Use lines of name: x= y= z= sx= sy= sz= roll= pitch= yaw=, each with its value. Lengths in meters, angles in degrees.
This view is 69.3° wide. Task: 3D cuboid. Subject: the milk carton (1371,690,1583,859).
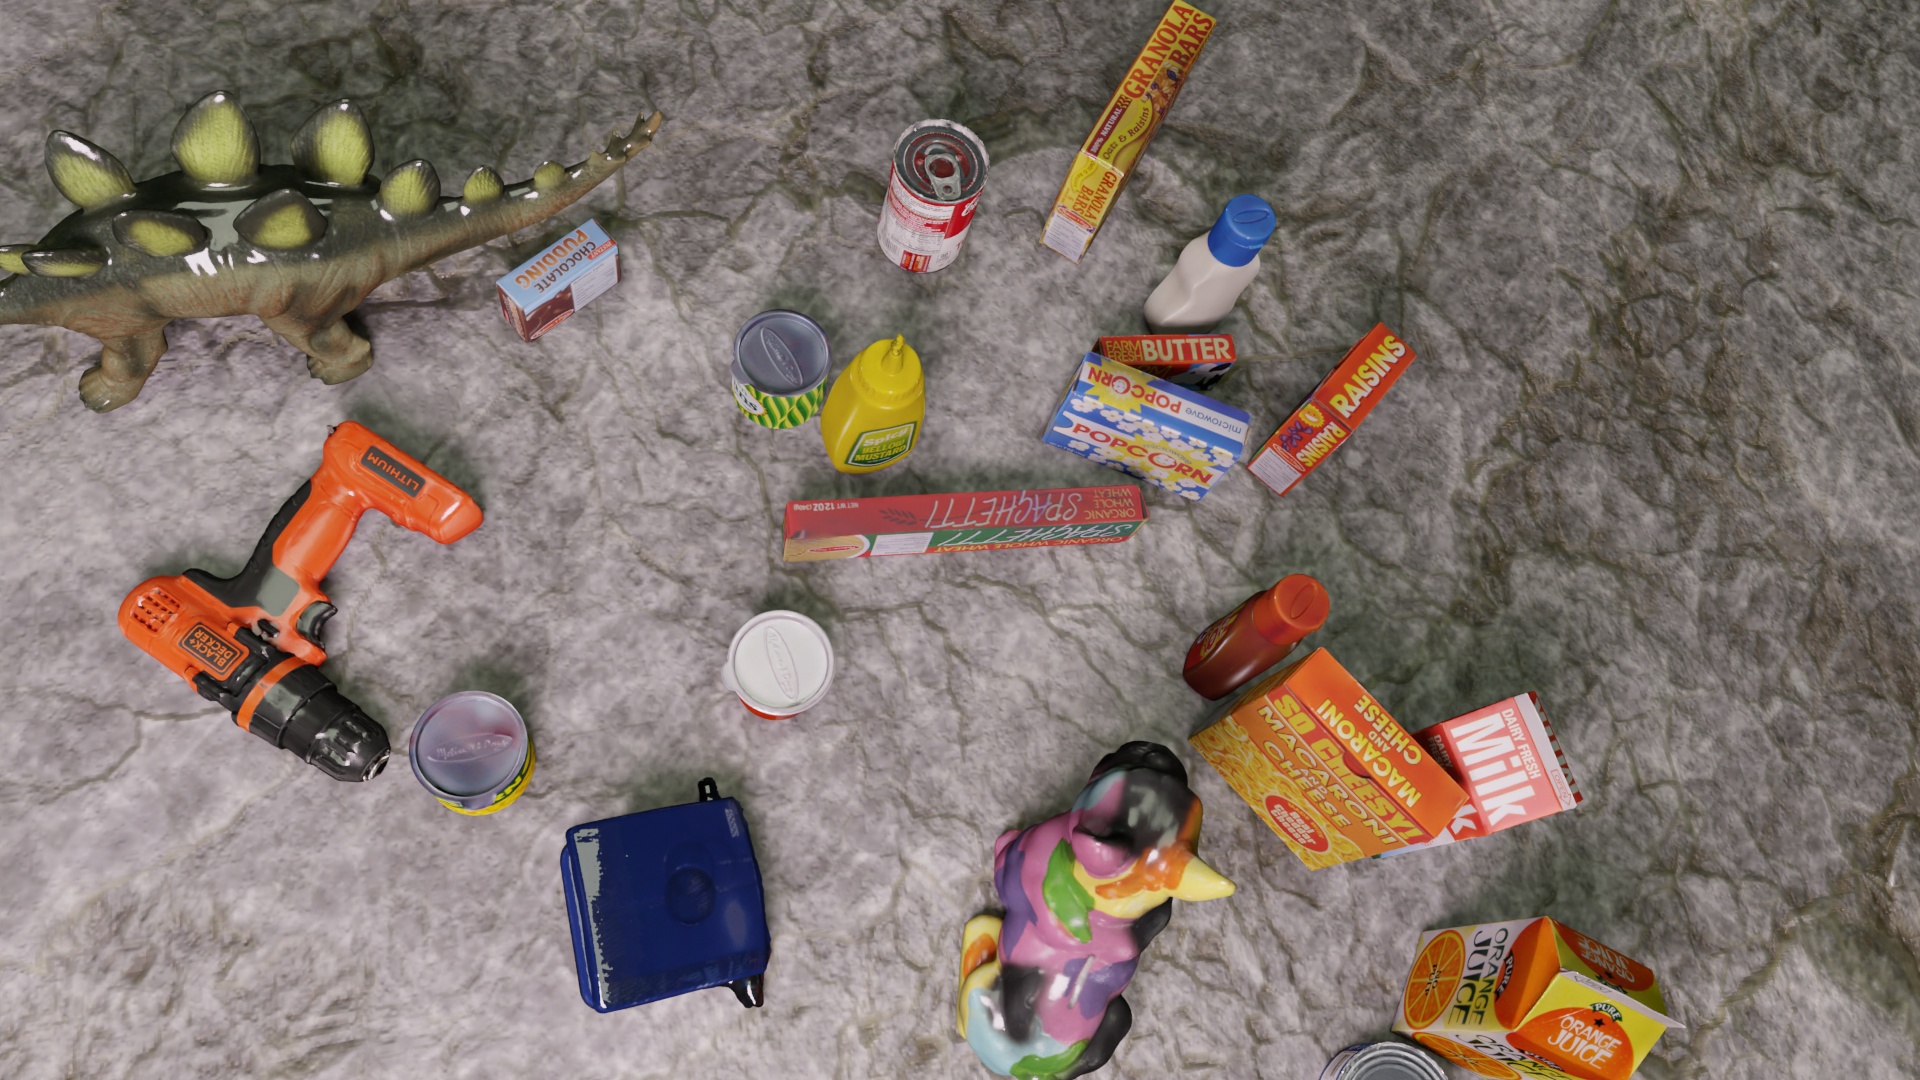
milk carton: x=0.321 y=0.149 z=0.883 sx=0.073 sy=0.189 sz=0.072 roll=-15 pitch=74 yaw=-16

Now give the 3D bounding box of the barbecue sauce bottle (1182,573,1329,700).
barbecue sauce bottle: x=0.195 y=0.061 z=0.912 sx=0.044 sy=0.148 sz=0.065 roll=38 pitch=68 yaw=3

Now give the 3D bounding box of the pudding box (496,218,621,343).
pudding box: x=-0.276 y=-0.179 z=0.958 sx=0.084 sy=0.049 sz=0.030 roll=-42 pitch=83 yaw=-21

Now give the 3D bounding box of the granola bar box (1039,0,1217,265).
granola bar box: x=0.123 y=-0.306 z=1.044 sx=0.039 sy=0.123 sz=0.166 roll=30 pitch=68 yaw=0

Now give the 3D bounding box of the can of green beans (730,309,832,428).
can of green beans: x=-0.125 y=-0.118 z=0.962 sx=0.071 sy=0.057 sz=0.071 roll=4 pitch=70 yaw=-10

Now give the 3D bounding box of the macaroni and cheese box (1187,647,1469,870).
macaroni and cheese box: x=0.225 y=0.144 z=0.879 sx=0.040 sy=0.166 sz=0.124 roll=-41 pitch=83 yaw=-21

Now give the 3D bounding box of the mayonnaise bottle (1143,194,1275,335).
mayonnaise bottle: x=0.183 y=-0.195 z=1.003 sx=0.065 sy=0.147 sz=0.041 roll=-15 pitch=74 yaw=-16

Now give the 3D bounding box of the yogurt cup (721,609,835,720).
yogurt cup: x=-0.116 y=0.084 z=0.892 sx=0.072 sy=0.053 sz=0.072 roll=4 pitch=70 yaw=-10

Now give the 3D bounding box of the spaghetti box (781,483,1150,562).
spaghetti box: x=0.003 y=-0.012 z=0.953 sx=0.250 sy=0.050 sz=0.029 roll=-3 pitch=72 yaw=-13

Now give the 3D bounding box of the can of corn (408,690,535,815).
can of corn: x=-0.292 y=0.132 z=0.837 sx=0.071 sy=0.058 sz=0.071 roll=4 pitch=70 yaw=-10

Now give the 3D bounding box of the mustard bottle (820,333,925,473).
mustard bottle: x=-0.054 y=-0.092 z=0.912 sx=0.065 sy=0.159 sz=0.049 roll=-14 pitch=74 yaw=-16

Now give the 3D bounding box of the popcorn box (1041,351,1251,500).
popcorn box: x=0.131 y=-0.079 z=0.984 sx=0.127 sy=0.085 sz=0.038 roll=21 pitch=68 yaw=-3

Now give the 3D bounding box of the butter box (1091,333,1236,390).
butter box: x=0.146 y=-0.130 z=1.023 sx=0.104 sy=0.053 sz=0.024 roll=-3 pitch=71 yaw=-12

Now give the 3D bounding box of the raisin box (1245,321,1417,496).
raisin box: x=0.263 y=-0.092 z=0.995 sx=0.040 sy=0.123 sz=0.086 roll=43 pitch=68 yaw=5

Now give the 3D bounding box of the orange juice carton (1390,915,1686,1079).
orange juice carton: x=0.346 y=0.279 z=0.840 sx=0.072 sy=0.192 sz=0.073 roll=28 pitch=68 yaw=-1
